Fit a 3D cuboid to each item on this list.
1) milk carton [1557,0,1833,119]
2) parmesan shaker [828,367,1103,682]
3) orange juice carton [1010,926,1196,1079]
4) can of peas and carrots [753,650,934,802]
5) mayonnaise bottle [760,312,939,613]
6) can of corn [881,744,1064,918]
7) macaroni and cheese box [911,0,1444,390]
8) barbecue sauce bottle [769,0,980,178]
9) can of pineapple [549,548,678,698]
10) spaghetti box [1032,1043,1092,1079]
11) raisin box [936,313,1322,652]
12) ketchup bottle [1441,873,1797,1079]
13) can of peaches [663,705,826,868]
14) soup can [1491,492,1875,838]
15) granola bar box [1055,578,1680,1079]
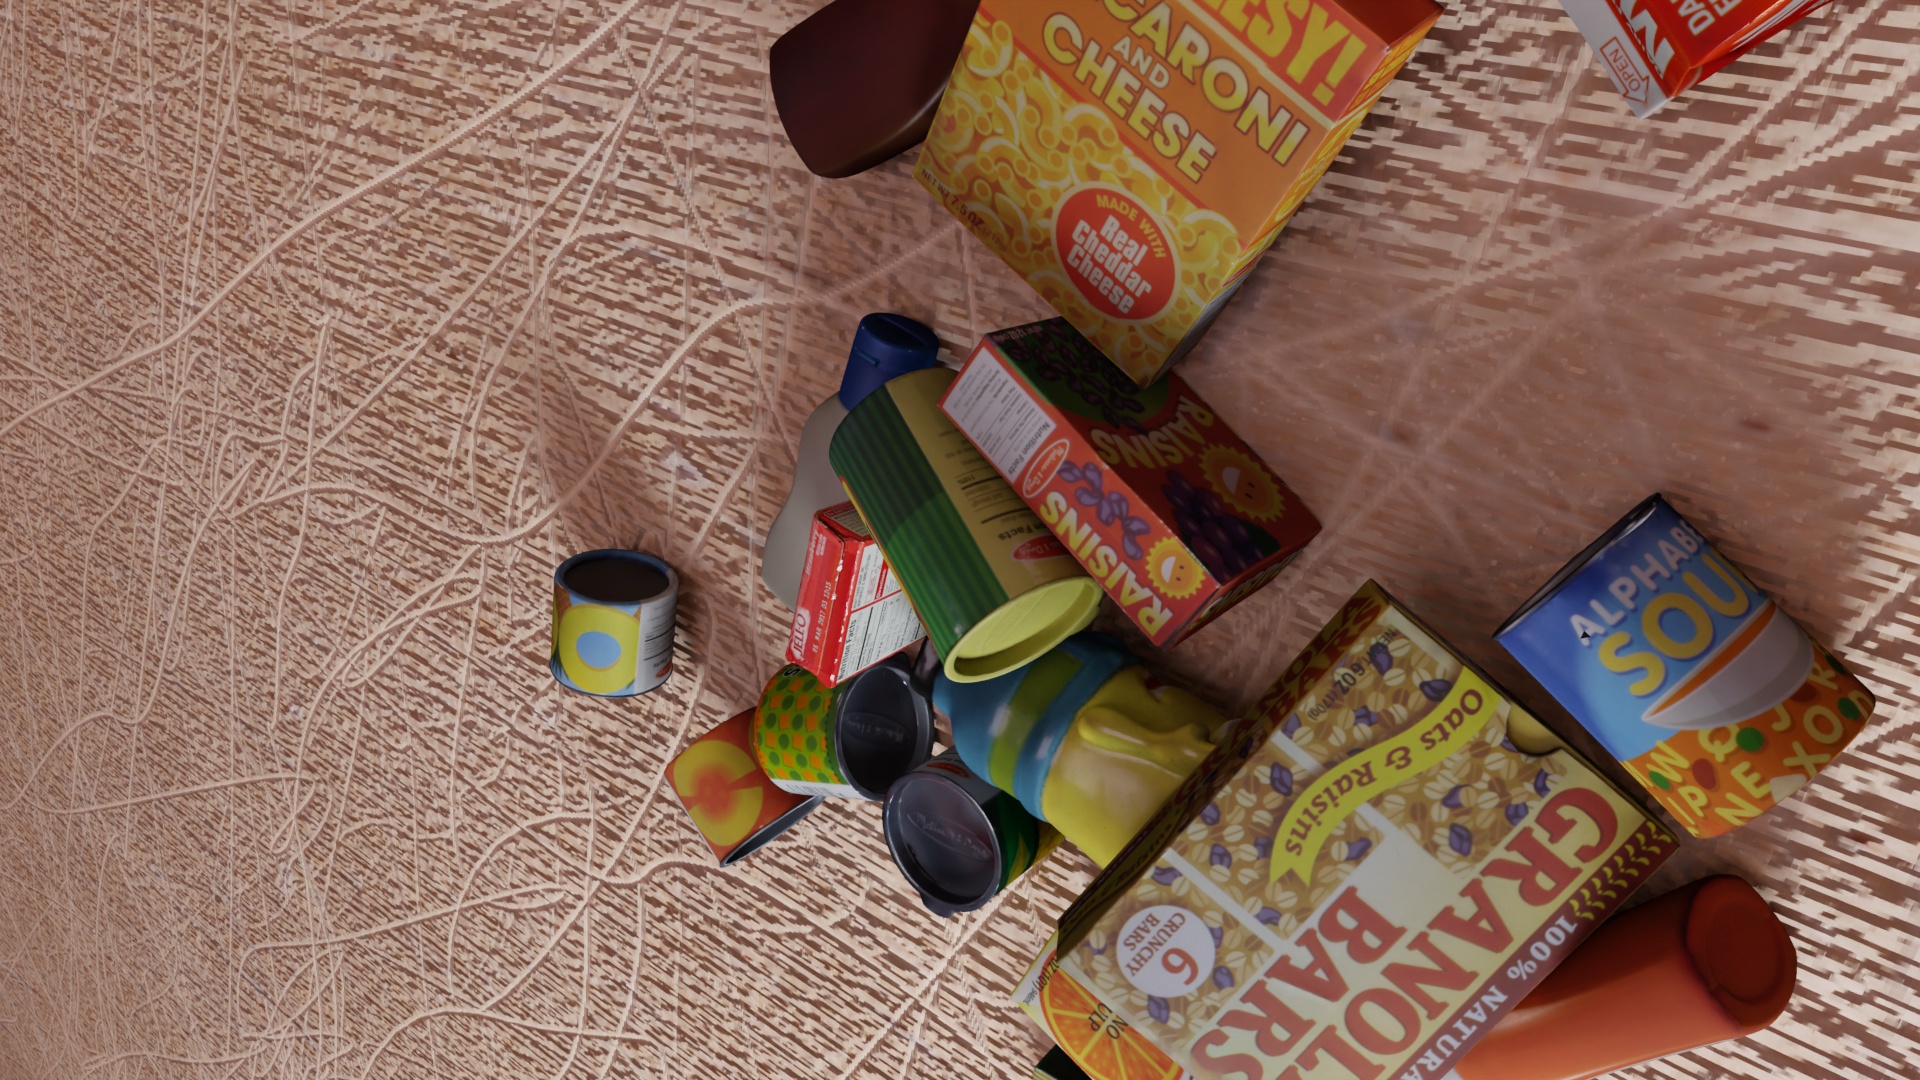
[{"bbox_3d":[0.214,-0.180,0.325,0.072,0.074,0.190,60,153,5],"label":"milk carton"},{"bbox_3d":[0.002,-0.007,0.531,0.071,0.071,0.103,-52,58,38],"label":"parmesan shaker"},{"bbox_3d":[0.121,0.215,0.556,0.193,0.073,0.071,41,126,21],"label":"orange juice carton"},{"bbox_3d":[-0.055,0.087,0.662,0.058,0.071,0.071,-5,102,40],"label":"can of peas and carrots"},{"bbox_3d":[-0.047,-0.030,0.631,0.065,0.041,0.147,35,123,24],"label":"mayonnaise bottle"},{"bbox_3d":[0.008,0.126,0.627,0.071,0.058,0.071,14,113,35],"label":"can of corn"},{"bbox_3d":[0.060,-0.146,0.461,0.124,0.040,0.165,44,147,8],"label":"macaroni and cheese box"},{"bbox_3d":[-0.010,-0.195,0.542,0.148,0.044,0.065,-14,97,40],"label":"barbecue sauce bottle"},{"bbox_3d":[-0.189,0.044,0.753,0.071,0.071,0.057,26,119,30],"label":"can of pineapple"},{"bbox_3d":[0.138,0.298,0.600,0.250,0.029,0.050,19,117,33],"label":"spaghetti box"},{"bbox_3d":[0.063,-0.027,0.512,0.123,0.086,0.040,48,127,16],"label":"raisin box"},{"bbox_3d":[0.205,0.163,0.479,0.043,0.065,0.148,58,137,15],"label":"ketchup bottle"},{"bbox_3d":[-0.110,0.125,0.719,0.058,0.071,0.071,54,130,12],"label":"can of peaches"},{"bbox_3d":[0.217,0.036,0.419,0.084,0.071,0.071,48,129,15],"label":"soup can"},{"bbox_3d":[0.131,0.115,0.466,0.124,0.039,0.165,39,100,-3],"label":"granola bar box"}]
